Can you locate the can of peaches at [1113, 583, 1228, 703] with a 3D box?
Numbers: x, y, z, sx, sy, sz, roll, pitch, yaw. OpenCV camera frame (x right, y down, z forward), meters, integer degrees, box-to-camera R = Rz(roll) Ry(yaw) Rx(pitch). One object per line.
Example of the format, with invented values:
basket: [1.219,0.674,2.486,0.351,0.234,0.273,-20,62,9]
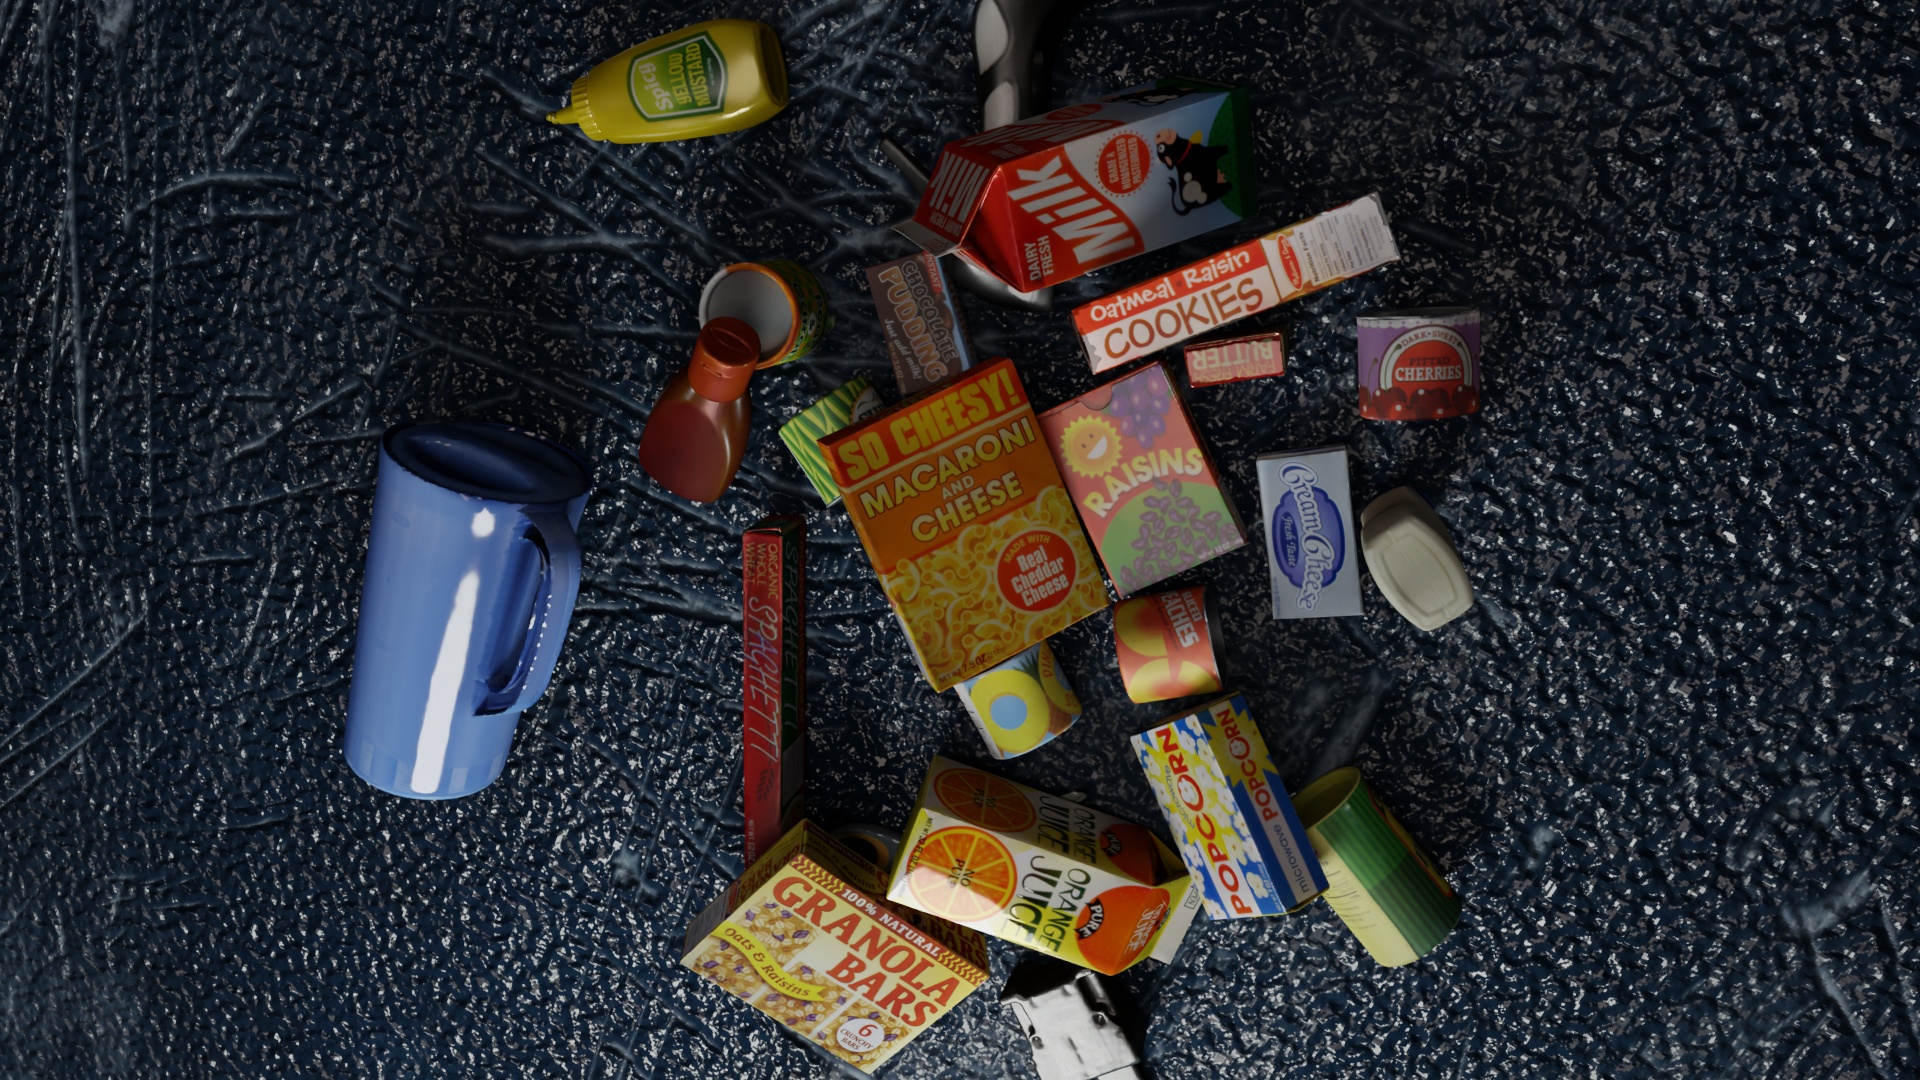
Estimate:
can of peaches: [0.128,0.062,0.848,0.058,0.071,0.071,-11,99,17]

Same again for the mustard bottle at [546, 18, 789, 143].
mustard bottle: [-0.188,-0.277,0.862,0.160,0.049,0.065,-9,98,15]

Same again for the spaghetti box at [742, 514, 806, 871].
spaghetti box: [-0.124,0.107,0.929,0.029,0.050,0.249,4,103,12]

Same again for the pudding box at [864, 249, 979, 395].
pudding box: [-0.022,-0.136,0.862,0.049,0.030,0.083,-13,99,15]

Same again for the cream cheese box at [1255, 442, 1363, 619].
cream cheese box: [0.210,-0.005,0.837,0.053,0.024,0.103,-6,100,14]

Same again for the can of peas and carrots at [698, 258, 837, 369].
can of peas and carrots: [-0.120,-0.142,0.870,0.071,0.059,0.070,3,103,13]

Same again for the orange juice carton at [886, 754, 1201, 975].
orange juice carton: [0.058,0.212,0.885,0.193,0.073,0.071,20,109,-2]

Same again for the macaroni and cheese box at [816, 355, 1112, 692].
macaroni and cheese box: [0.003,-0.011,0.838,0.124,0.040,0.166,-26,106,-11]

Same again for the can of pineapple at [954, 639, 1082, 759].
can of pineapple: [0.038,0.097,0.879,0.071,0.071,0.058,-27,95,18]

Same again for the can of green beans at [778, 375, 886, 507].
can of green beans: [-0.071,-0.062,0.871,0.071,0.071,0.058,-32,93,18]

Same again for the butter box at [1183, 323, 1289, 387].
butter box: [0.158,-0.106,0.786,0.053,0.104,0.024,-6,100,16]

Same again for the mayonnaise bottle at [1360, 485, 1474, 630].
mayonnaise bottle: [0.247,0.001,0.764,0.041,0.148,0.065,-36,92,19]

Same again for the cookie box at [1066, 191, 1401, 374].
cookie box: [0.152,-0.143,0.769,0.167,0.123,0.040,-19,96,17]

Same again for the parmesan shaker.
parmesan shaker: [0.248,0.199,0.853,0.071,0.071,0.103,-39,92,18]

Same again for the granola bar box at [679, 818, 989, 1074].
granola bar box: [-0.082,0.274,0.930,0.165,0.039,0.124,39,109,-21]

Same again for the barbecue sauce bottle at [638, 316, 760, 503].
barbecue sauce bottle: [-0.157,-0.081,0.859,0.065,0.044,0.147,31,145,-4]

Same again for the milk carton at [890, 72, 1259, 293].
milk carton: [0.060,-0.190,0.753,0.191,0.072,0.073,-21,120,-15]

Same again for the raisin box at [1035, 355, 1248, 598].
raisin box: [0.110,-0.039,0.846,0.086,0.040,0.123,-24,95,18]

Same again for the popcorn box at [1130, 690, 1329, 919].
popcorn box: [0.160,0.162,0.840,0.038,0.085,0.127,-19,81,-25]

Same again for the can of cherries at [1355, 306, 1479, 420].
can of cherries: [0.257,-0.100,0.780,0.071,0.072,0.058,-1,102,14]
